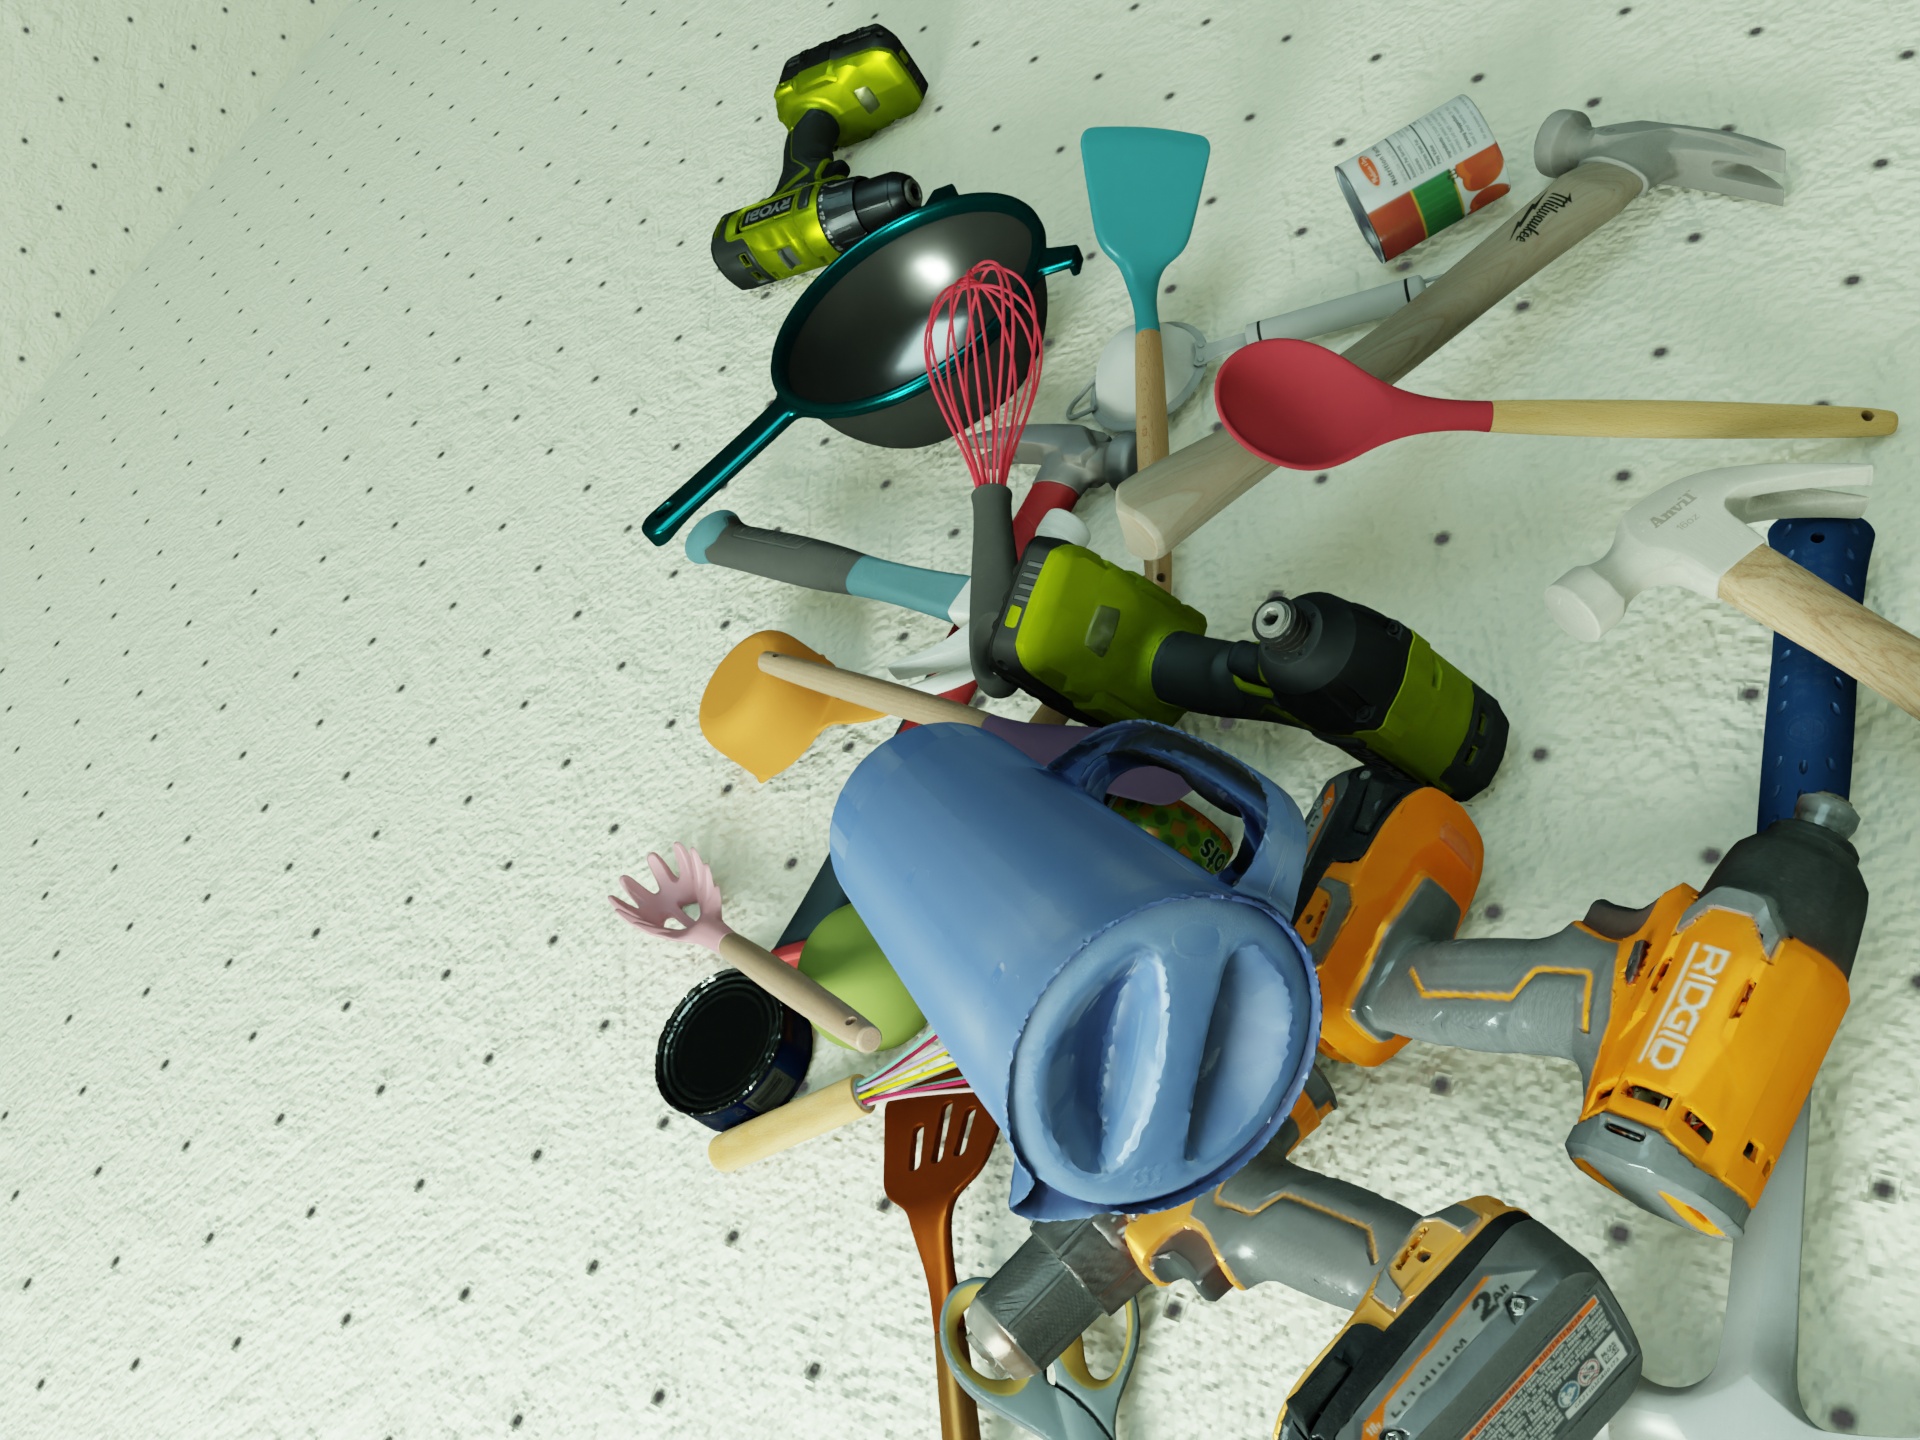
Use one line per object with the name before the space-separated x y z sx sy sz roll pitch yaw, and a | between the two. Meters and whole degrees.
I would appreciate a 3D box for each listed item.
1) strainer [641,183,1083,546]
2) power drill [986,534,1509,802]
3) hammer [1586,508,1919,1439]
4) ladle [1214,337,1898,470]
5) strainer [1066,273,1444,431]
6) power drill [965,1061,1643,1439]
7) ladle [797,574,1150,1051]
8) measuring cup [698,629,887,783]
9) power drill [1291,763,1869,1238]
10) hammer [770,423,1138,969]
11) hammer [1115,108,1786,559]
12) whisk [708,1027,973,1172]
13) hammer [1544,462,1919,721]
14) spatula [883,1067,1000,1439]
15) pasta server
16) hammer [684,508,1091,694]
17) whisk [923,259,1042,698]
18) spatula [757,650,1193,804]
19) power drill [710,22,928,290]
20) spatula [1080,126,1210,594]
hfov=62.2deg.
strainer | -0.067 -0.216 1.095 0.340 0.095 0.211 -42 42 -2
power drill | 0.126 -0.029 0.763 0.223 0.171 0.080 14 81 46
hammer | 0.331 0.086 0.622 0.144 0.035 0.406 -1 57 36
ladle | 0.278 -0.146 0.756 0.315 0.031 0.069 2 74 5
strainer | 0.175 -0.238 0.986 0.258 0.050 0.087 -11 56 25
power drill | 0.111 0.221 0.606 0.185 0.084 0.226 -41 27 -12
ladle | 0.020 0.043 0.879 0.078 0.062 0.320 31 68 16
measuring cup | -0.099 -0.017 0.965 0.174 0.052 0.095 -7 54 54
power drill | 0.231 0.086 0.628 0.227 0.084 0.164 14 68 56
hammer | -0.019 -0.020 0.955 0.143 0.038 0.386 11 64 42
hammer | 0.249 -0.205 0.834 0.410 0.038 0.146 -37 41 -17
whisk | -0.034 0.179 0.794 0.245 0.051 0.047 -28 29 24
hammer | 0.397 0.000 0.607 0.130 0.031 0.332 -38 52 -9
spatula | 0.004 0.297 0.703 0.081 0.041 0.323 -24 50 21
pasta server | -0.119 0.122 0.856 0.060 0.040 0.316 -40 23 -18
hammer | -0.070 -0.095 1.005 0.331 0.033 0.128 18 68 46
whisk | 0.016 -0.144 0.905 0.073 0.073 0.296 -16 59 25
spatula | -0.001 -0.003 0.852 0.316 0.018 0.060 16 34 40
power drill | -0.102 -0.476 1.344 0.190 0.080 0.229 -8 56 31
spatula | 0.114 -0.216 0.953 0.082 0.044 0.318 2 68 -5
